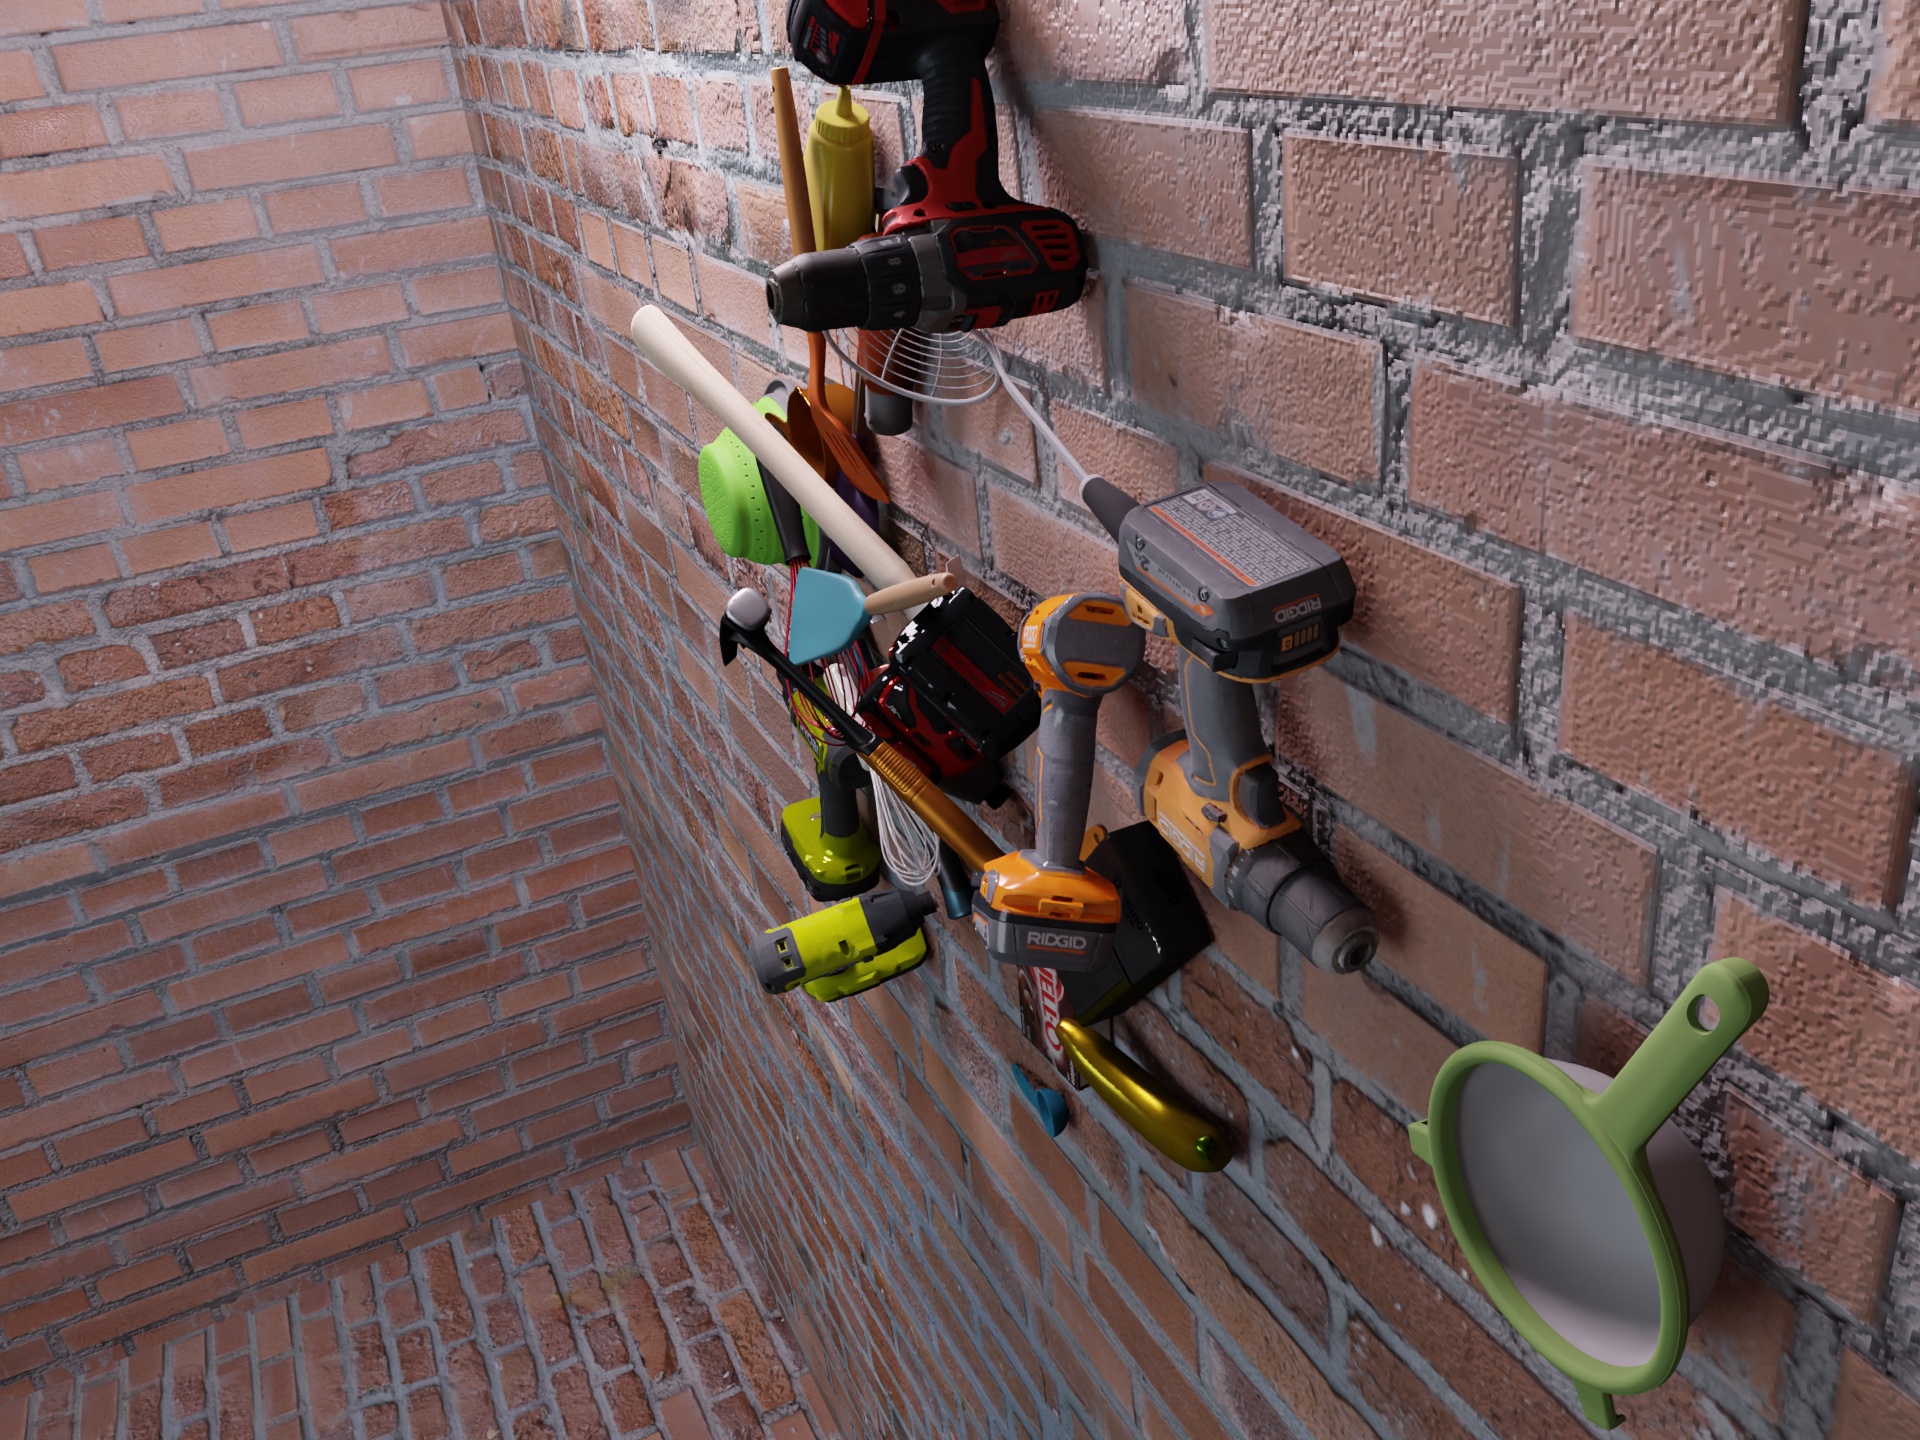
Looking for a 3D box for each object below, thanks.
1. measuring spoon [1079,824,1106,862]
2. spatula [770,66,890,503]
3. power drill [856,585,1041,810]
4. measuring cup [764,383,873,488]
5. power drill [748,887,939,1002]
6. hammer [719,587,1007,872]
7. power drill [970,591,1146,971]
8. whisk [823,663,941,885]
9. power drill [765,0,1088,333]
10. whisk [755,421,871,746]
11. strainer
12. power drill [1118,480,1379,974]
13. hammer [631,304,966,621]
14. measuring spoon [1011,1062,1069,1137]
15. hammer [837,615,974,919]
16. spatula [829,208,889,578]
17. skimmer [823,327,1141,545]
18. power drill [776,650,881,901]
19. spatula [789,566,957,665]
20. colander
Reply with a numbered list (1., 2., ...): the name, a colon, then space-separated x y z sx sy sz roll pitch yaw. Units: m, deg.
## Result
1. measuring spoon: 0.090 0.105 1.179 0.021 0.011 0.116 64 154 22
2. spatula: -0.104 -0.319 1.196 0.081 0.041 0.322 35 136 58
3. power drill: -0.002 -0.004 1.203 0.143 0.078 0.219 43 161 3
4. measuring cup: -0.126 -0.256 1.394 0.174 0.052 0.095 -142 40 -60
5. power drill: -0.098 0.209 1.509 0.223 0.171 0.080 80 169 -78
6. hammer: -0.061 0.034 1.250 0.337 0.034 0.127 43 163 3
7. power drill: 0.061 0.032 1.011 0.164 0.084 0.226 -151 67 -83
8. whisk: -0.073 0.042 1.410 0.059 0.057 0.247 -48 51 29
9. power drill: -0.040 -0.330 0.923 0.080 0.188 0.227 144 112 -70
10. whisk: -0.134 -0.119 1.362 0.073 0.073 0.296 137 120 -68
11. strainer: 0.278 0.167 0.645 0.256 0.069 0.152 98 151 -47
12. power drill: 0.155 0.011 0.834 0.186 0.084 0.226 49 154 49
13. hammer: -0.138 -0.209 1.291 0.411 0.038 0.146 46 160 19
14. measuring spoon: 0.071 0.326 1.398 0.129 0.021 0.042 -147 44 -73
15. hammer: -0.056 0.031 1.464 0.128 0.033 0.331 118 132 -64
16. spatula: -0.076 -0.251 1.268 0.060 0.018 0.315 35 134 31
17. skimmer: 0.030 -0.164 1.004 0.364 0.090 0.127 56 -175 34
18. power drill: -0.141 0.055 1.644 0.191 0.080 0.228 52 149 44
19. spatula: -0.068 -0.087 1.182 0.317 0.044 0.082 176 100 -71
20. colander: -0.158 -0.183 1.469 0.398 0.094 0.204 -134 34 -52
